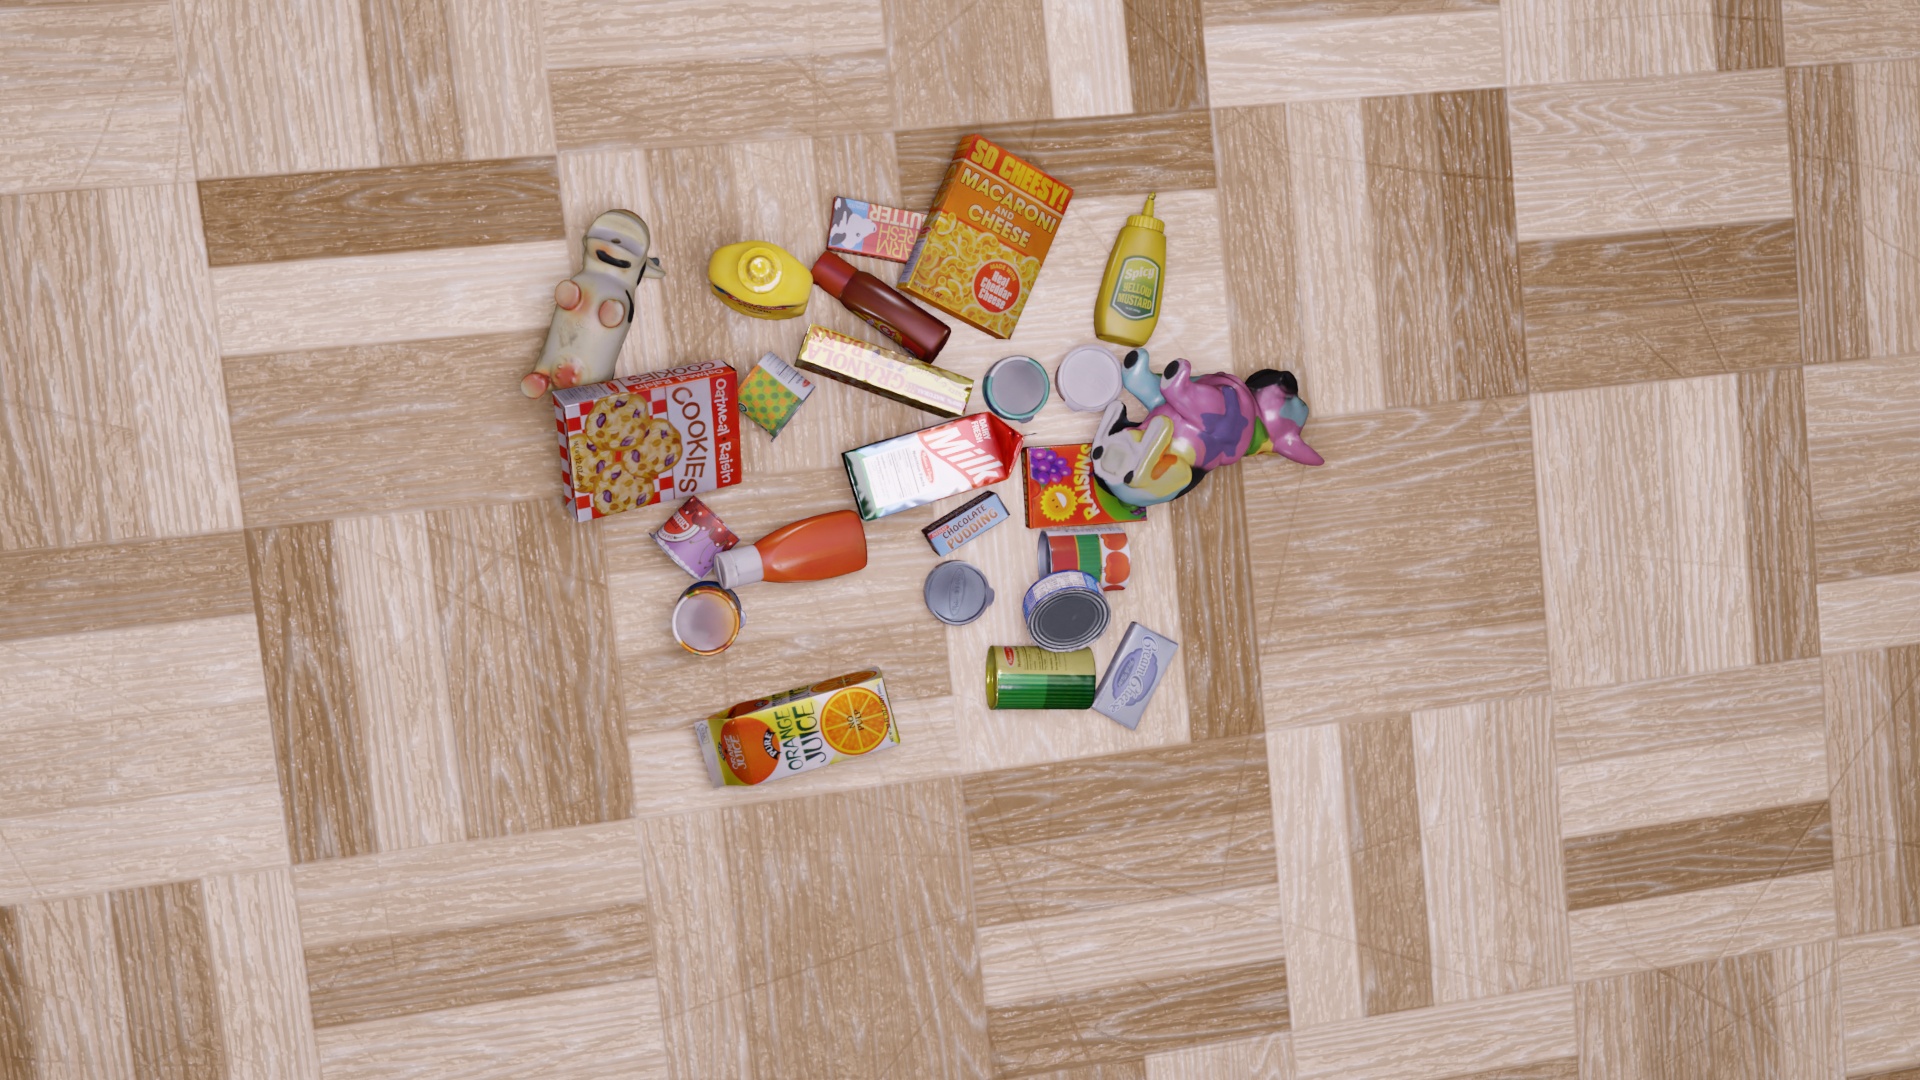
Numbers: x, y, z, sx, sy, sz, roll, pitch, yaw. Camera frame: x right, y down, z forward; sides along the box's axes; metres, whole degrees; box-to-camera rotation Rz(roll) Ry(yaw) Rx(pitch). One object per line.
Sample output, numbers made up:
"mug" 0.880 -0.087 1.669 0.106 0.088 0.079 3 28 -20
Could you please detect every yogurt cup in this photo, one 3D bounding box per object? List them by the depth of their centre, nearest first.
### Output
"yogurt cup" 0.128 -0.165 1.422 0.072 0.054 0.072 -1 93 -8

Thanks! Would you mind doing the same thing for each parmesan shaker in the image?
"parmesan shaker" 0.082 0.143 1.423 0.103 0.071 0.071 2 93 -9

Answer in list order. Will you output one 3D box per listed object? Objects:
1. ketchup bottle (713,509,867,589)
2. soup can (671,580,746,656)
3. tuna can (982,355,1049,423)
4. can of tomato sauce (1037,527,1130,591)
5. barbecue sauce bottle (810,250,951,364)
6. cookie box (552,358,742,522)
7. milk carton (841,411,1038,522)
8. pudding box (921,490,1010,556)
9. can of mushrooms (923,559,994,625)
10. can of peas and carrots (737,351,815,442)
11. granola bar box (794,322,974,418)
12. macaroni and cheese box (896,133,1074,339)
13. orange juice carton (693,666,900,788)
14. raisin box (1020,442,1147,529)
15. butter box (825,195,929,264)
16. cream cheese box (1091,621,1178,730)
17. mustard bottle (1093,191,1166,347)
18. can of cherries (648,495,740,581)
"ketchup bottle" -0.167 0.014 1.370 0.149 0.043 0.064 -14 100 -27
"soup can" -0.246 0.076 1.365 0.071 0.084 0.071 -1 93 -9
"tuna can" 0.058 -0.154 1.423 0.071 0.033 0.071 0 93 -8
"can of tomato sauce" 0.126 0.023 1.425 0.083 0.071 0.071 -3 94 -9
"barbecue sauce bottle" -0.081 -0.234 1.386 0.148 0.065 0.044 34 86 0
"cookie box" -0.293 -0.096 1.319 0.168 0.040 0.122 -16 125 -28
"milk carton" -0.018 -0.081 1.396 0.191 0.072 0.073 -17 96 -6
"pudding box" 0.005 -0.018 1.414 0.084 0.050 0.030 -31 99 -5
"can of mushrooms" -0.002 0.053 1.425 0.071 0.033 0.071 0 92 -8
"can of peas and carrots" -0.187 -0.142 1.371 0.058 0.071 0.071 38 87 -8
"granola bar box" -0.076 -0.164 1.356 0.165 0.124 0.039 18 91 -9
"macaroni and cheese box" 0.025 -0.303 1.394 0.124 0.040 0.166 24 89 -24
"orange juice carton" -0.163 0.189 1.388 0.193 0.073 0.071 -15 96 -7
"raisin box" 0.127 -0.058 1.435 0.123 0.040 0.086 -4 95 -7
"butter box" -0.081 -0.310 1.399 0.103 0.024 0.053 9 92 -9
"cream cheese box" 0.182 0.142 1.461 0.053 0.024 0.104 28 89 -9
"mustard bottle" 0.180 -0.281 1.426 0.065 0.049 0.160 11 92 -10
"can of cherries" -0.261 -0.004 1.365 0.071 0.071 0.058 45 86 -8
